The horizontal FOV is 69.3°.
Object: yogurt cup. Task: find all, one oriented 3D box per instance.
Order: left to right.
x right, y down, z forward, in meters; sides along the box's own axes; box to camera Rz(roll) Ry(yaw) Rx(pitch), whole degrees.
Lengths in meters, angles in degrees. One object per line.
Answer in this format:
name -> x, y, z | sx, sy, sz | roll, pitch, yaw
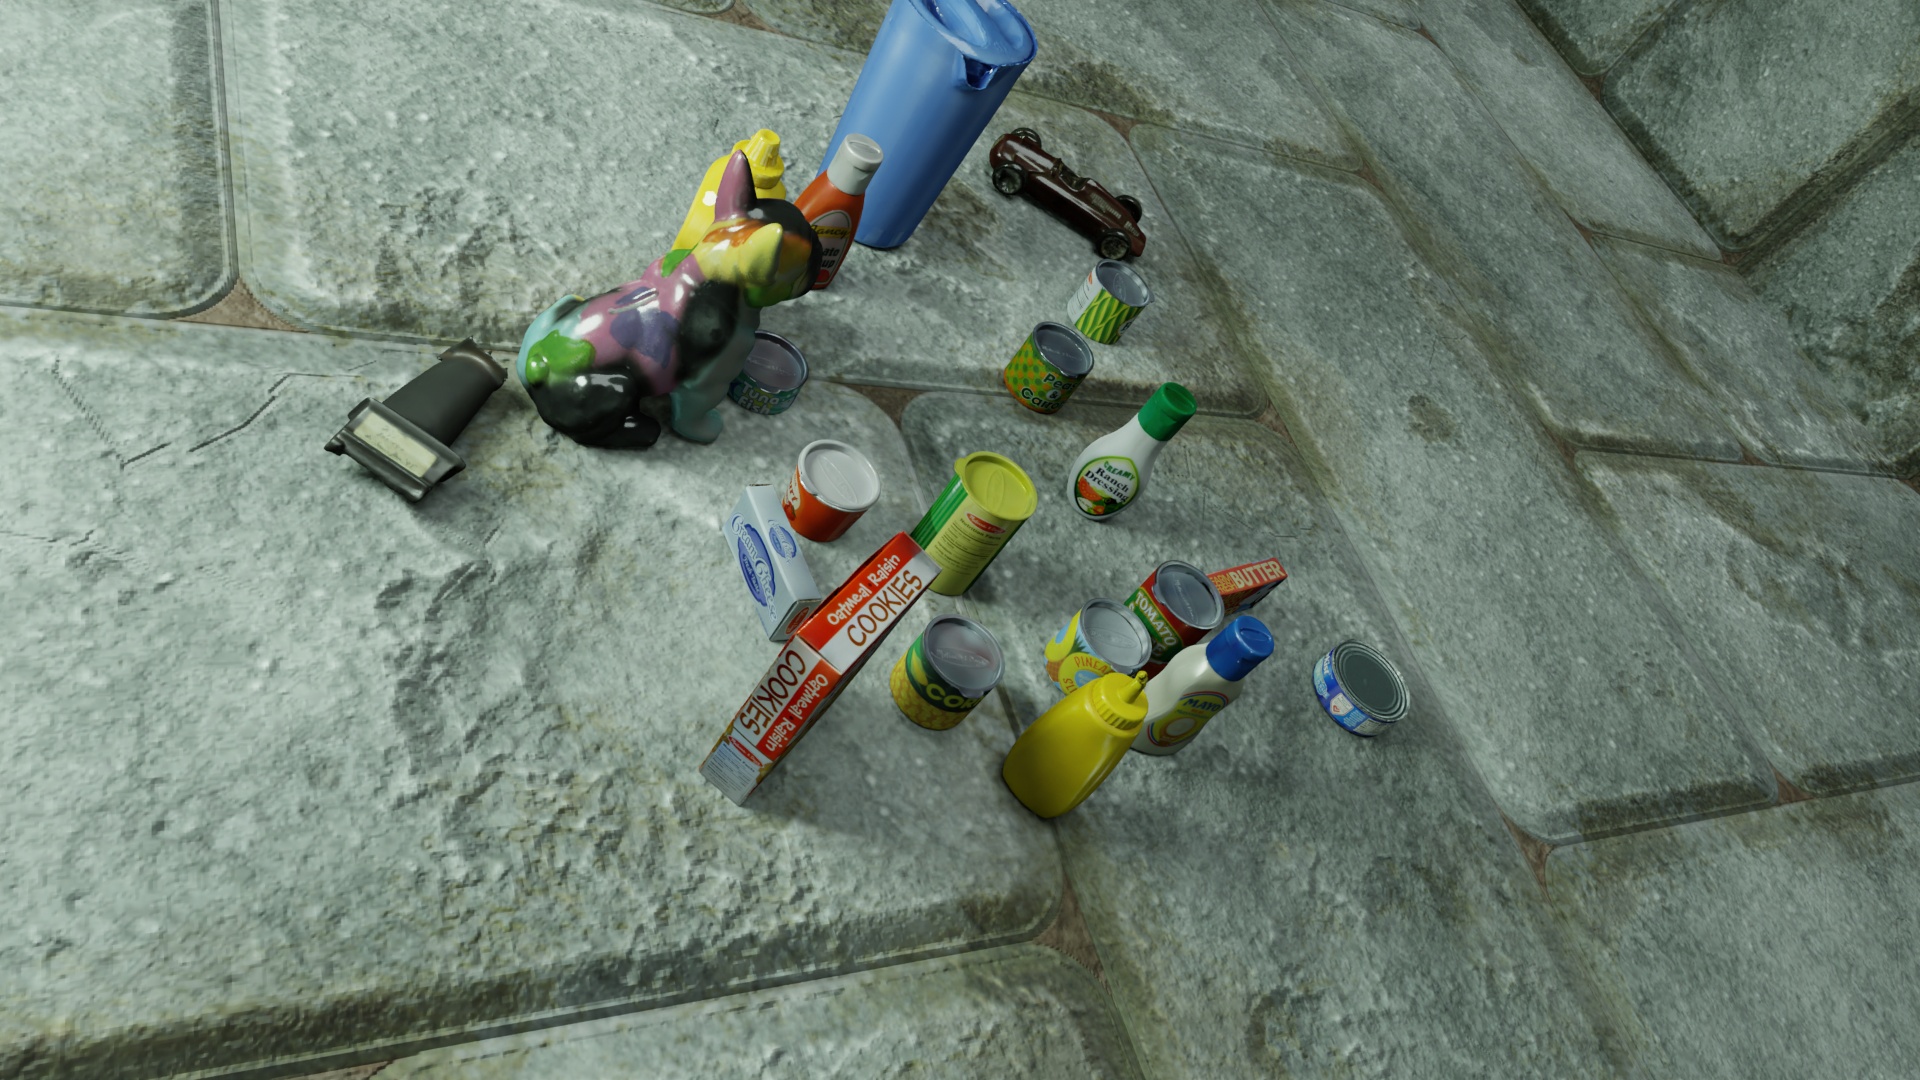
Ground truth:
yogurt cup -> -0.102, -0.035, 1.065 | 0.072, 0.053, 0.073 | 19, 45, -20

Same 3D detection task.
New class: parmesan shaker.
parmesan shaker -> 0.004, -0.014, 1.082 | 0.071, 0.102, 0.072 | 19, 45, -20

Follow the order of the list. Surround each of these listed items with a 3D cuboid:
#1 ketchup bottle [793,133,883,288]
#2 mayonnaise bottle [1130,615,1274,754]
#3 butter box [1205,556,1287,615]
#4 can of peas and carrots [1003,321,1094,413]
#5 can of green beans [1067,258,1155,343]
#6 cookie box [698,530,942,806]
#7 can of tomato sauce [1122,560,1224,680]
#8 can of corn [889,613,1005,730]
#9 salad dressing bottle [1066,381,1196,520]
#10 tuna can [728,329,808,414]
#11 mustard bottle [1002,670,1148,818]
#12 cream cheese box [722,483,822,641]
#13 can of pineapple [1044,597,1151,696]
ketchup bottle -> -0.114, -0.285, 1.204 | 0.065, 0.148, 0.044 | 7, 51, -30
mayonnaise bottle -> 0.180, 0.112, 1.061 | 0.065, 0.147, 0.041 | 15, 47, -24
butter box -> 0.239, 0.045, 1.230 | 0.104, 0.053, 0.024 | -11, 61, -40
can of peas and carrots -> 0.083, -0.159, 1.297 | 0.071, 0.058, 0.071 | 19, 45, -20
can of green beans -> 0.151, -0.244, 1.419 | 0.071, 0.057, 0.071 | 19, 45, -20
cookie box -> -0.091, 0.081, 0.886 | 0.040, 0.166, 0.123 | 41, 42, 2
can of tomato sauce -> 0.163, 0.067, 1.137 | 0.071, 0.082, 0.071 | 19, 45, -20
can of corn -> -0.010, 0.098, 1.009 | 0.071, 0.058, 0.071 | 19, 45, -20
salad dressing bottle -> 0.148, -0.077, 1.205 | 0.064, 0.147, 0.044 | 33, 42, -6
tuna can -> -0.160, -0.135, 1.128 | 0.071, 0.032, 0.071 | 19, 45, -20
mustard bottle -> 0.090, 0.135, 0.970 | 0.065, 0.159, 0.049 | 46, 42, 8
cream cheese box -> -0.136, 0.016, 0.997 | 0.024, 0.053, 0.104 | -5, 57, -38
can of pineapple -> 0.108, 0.089, 1.098 | 0.071, 0.057, 0.071 | 19, 45, -20
